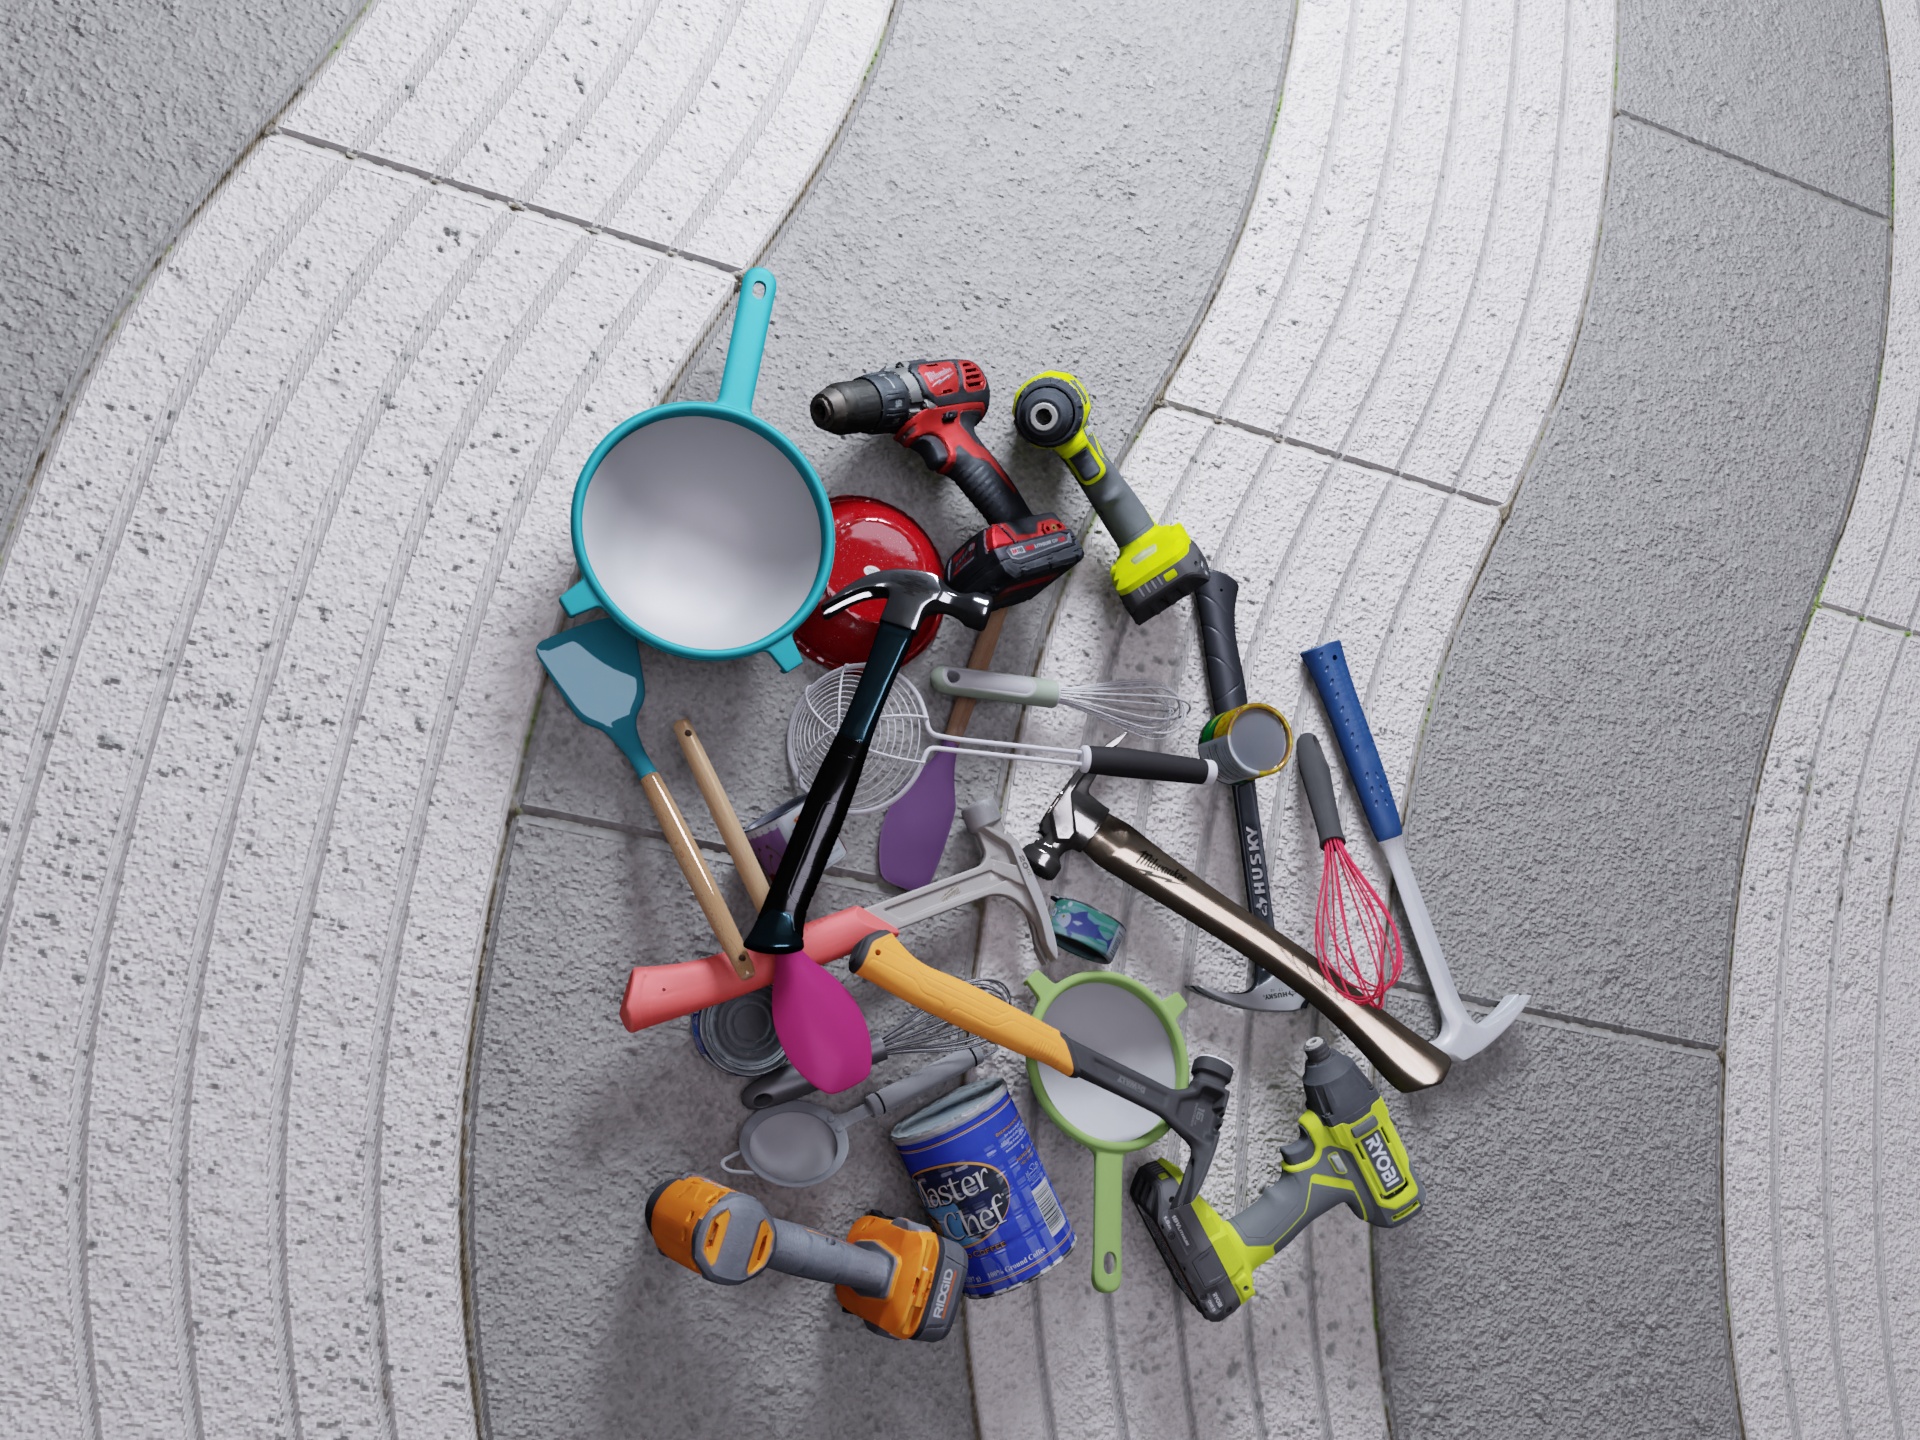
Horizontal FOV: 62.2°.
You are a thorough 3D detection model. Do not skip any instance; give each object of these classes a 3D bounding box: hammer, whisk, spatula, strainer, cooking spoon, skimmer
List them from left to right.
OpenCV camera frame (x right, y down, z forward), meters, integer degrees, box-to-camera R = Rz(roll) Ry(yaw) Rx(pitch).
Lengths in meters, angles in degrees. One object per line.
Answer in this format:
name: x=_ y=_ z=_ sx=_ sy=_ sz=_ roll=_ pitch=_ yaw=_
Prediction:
spatula: x=-0.235 y=0.062 z=1.249 sx=0.082 sy=0.044 sz=0.318 roll=-22 pitch=68 yaw=-25
strainer: x=-0.205 y=-0.205 z=1.308 sx=0.211 sy=0.095 sz=0.340 roll=14 pitch=74 yaw=-18
cooking spoon: x=-0.154 y=0.139 z=1.236 sx=0.068 sy=0.017 sz=0.319 roll=-21 pitch=75 yaw=-26
hammer: x=-0.096 y=0.181 z=1.274 sx=0.359 sy=0.036 sz=0.149 roll=-18 pitch=79 yaw=-26
hammer: x=-0.088 y=0.029 z=1.245 sx=0.128 sy=0.033 sz=0.331 roll=19 pitch=73 yaw=6
strainer: x=-0.076 y=0.317 z=1.287 sx=0.258 sy=0.050 sz=0.087 roll=-22 pitch=44 yaw=-26
whisk: x=-0.065 y=0.269 z=1.299 sx=0.239 sy=0.055 sz=0.055 roll=-18 pitch=87 yaw=-16
spatula: x=-0.002 y=-0.004 z=1.381 sx=0.059 sy=0.018 sz=0.316 roll=25 pitch=74 yaw=-18
skimmer: x=0.038 y=0.029 z=1.351 sx=0.363 sy=0.090 sz=0.127 roll=7 pitch=81 yaw=-18
hammer: x=0.061 y=0.263 z=1.266 sx=0.336 sy=0.034 sz=0.127 roll=28 pitch=57 yaw=-10
whisk: x=0.090 y=-0.022 z=1.391 sx=0.246 sy=0.059 sz=0.058 roll=7 pitch=66 yaw=-20
strainer: x=0.110 y=0.339 z=1.315 sx=0.151 sy=0.069 sz=0.257 roll=12 pitch=64 yaw=-19
hammer: x=0.253 y=0.062 z=1.450 sx=0.149 sy=0.036 sz=0.409 roll=-4 pitch=81 yaw=-19
hammer: x=0.256 y=0.180 z=1.385 sx=0.410 sy=0.038 sz=0.146 roll=35 pitch=75 yaw=0
whisk: x=0.330 y=0.124 z=1.394 sx=0.073 sy=0.073 sz=0.296 roll=12 pitch=46 yaw=-17
hammer: x=0.411 y=0.119 z=1.492 sx=0.144 sy=0.035 sz=0.405 roll=-18 pitch=86 yaw=-21

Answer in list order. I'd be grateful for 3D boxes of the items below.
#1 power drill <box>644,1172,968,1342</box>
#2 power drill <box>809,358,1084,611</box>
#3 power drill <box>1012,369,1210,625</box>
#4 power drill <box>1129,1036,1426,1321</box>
power drill: x=-0.127 y=0.399 z=1.206 sx=0.226 sy=0.164 sz=0.084 roll=24 pitch=73 yaw=-26
power drill: x=-0.015 y=-0.204 z=1.345 sx=0.188 sy=0.080 sz=0.227 roll=-20 pitch=78 yaw=-45
power drill: x=0.122 y=-0.201 z=1.377 sx=0.080 sy=0.190 sz=0.228 roll=-33 pitch=98 yaw=13
power drill: x=0.265 y=0.386 z=1.343 sx=0.223 sy=0.080 sz=0.171 roll=-29 pitch=98 yaw=-10
